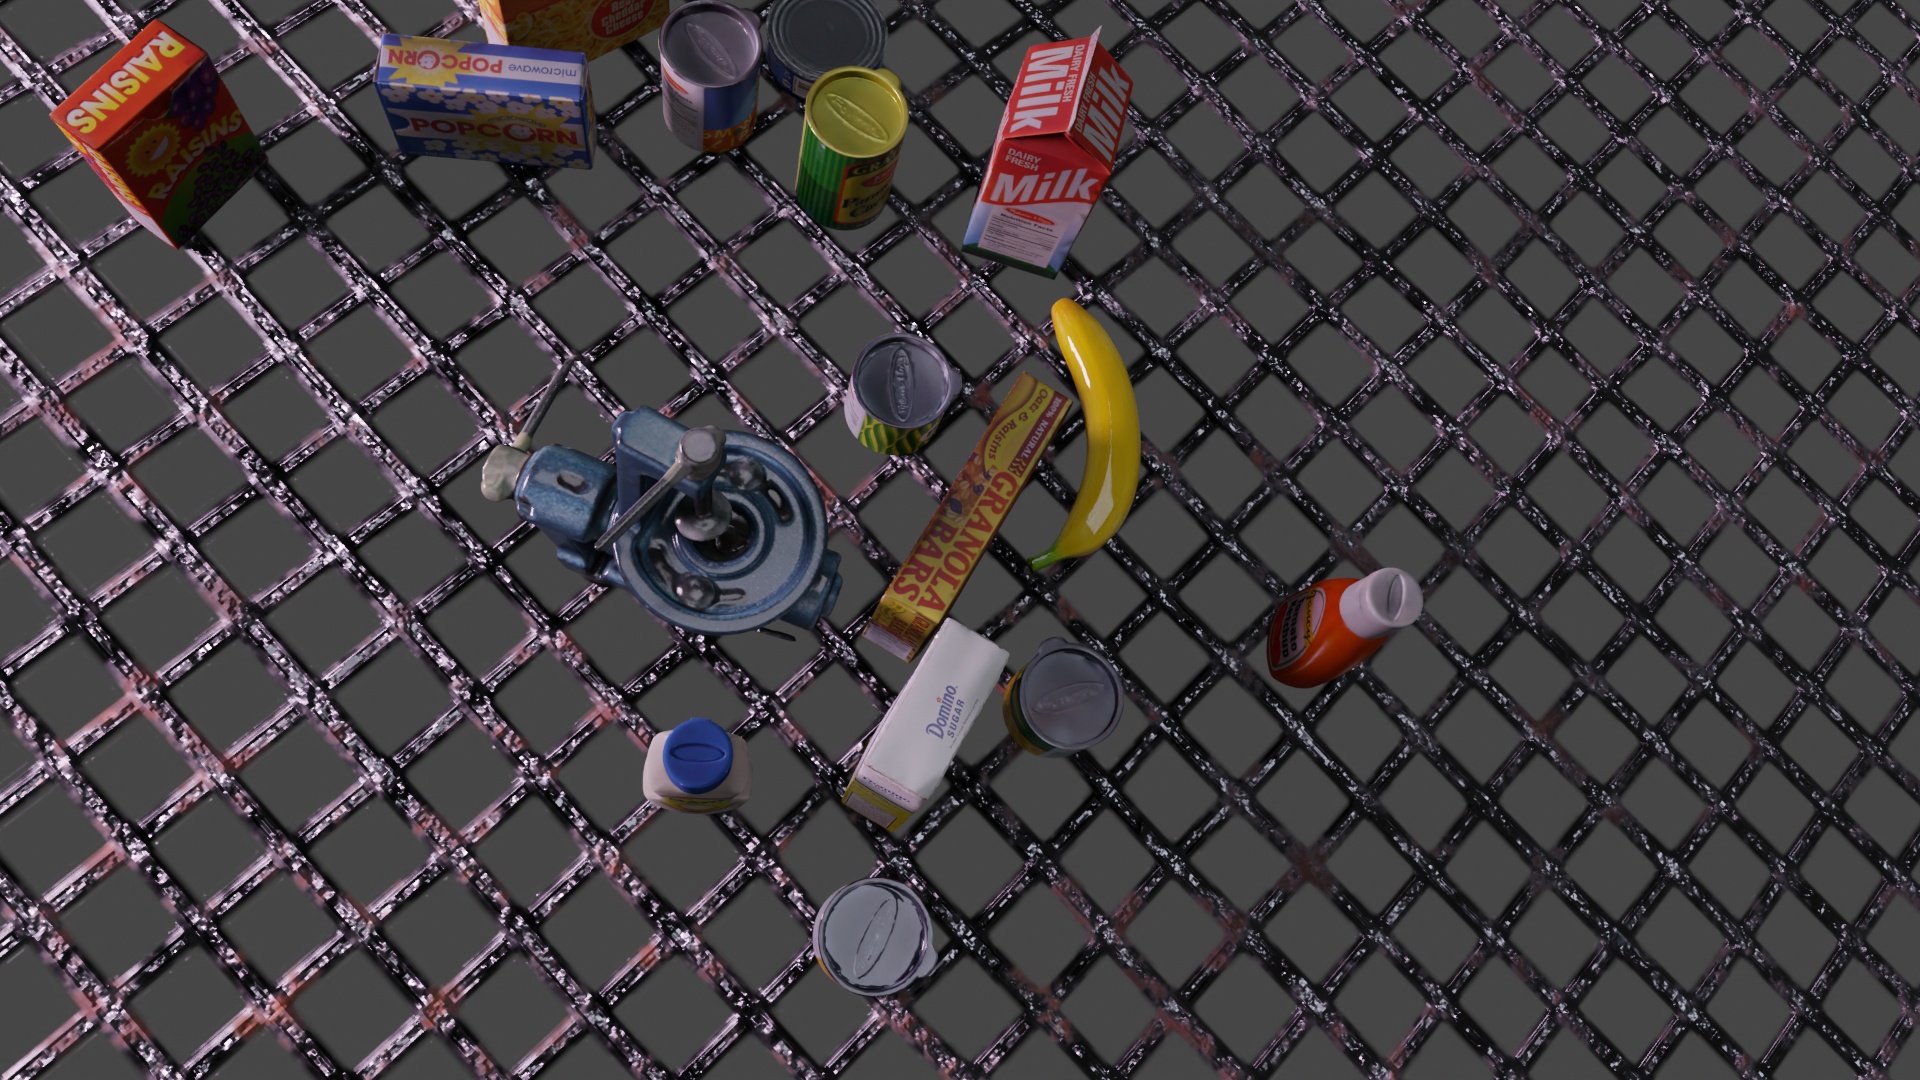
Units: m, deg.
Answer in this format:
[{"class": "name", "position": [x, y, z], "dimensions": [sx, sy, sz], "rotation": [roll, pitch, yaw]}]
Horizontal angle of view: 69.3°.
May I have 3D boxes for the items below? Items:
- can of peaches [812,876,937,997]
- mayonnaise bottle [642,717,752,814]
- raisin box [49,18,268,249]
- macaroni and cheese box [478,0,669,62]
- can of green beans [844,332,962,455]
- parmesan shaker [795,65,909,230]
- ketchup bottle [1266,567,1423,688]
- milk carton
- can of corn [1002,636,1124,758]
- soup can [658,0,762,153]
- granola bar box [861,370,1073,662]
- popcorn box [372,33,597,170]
[{"class": "can of peaches", "position": [-0.051, 0.234, 0.819], "dimensions": [0.071, 0.058, 0.071], "rotation": [3, 74, -10]}, {"class": "mayonnaise bottle", "position": [-0.148, 0.129, 0.783], "dimensions": [0.065, 0.147, 0.041], "rotation": [4, 74, -9]}, {"class": "raisin box", "position": [-0.480, -0.242, 0.841], "dimensions": [0.040, 0.123, 0.086], "rotation": [36, 72, 1]}, {"class": "macaroni and cheese box", "position": [-0.251, -0.374, 0.898], "dimensions": [0.124, 0.166, 0.040], "rotation": [-34, 83, -17]}, {"class": "can of green beans", "position": [-0.041, -0.095, 0.914], "dimensions": [0.071, 0.057, 0.071], "rotation": [3, 74, -10]}, {"class": "parmesan shaker", "position": [-0.072, -0.262, 0.933], "dimensions": [0.071, 0.102, 0.071], "rotation": [3, 74, -10]}, {"class": "ketchup bottle", "position": [0.241, 0.052, 0.877], "dimensions": [0.043, 0.148, 0.065], "rotation": [15, 73, -6]}, {"class": "milk carton", "position": [0.058, -0.251, 0.908], "dimensions": [0.073, 0.190, 0.072], "rotation": [17, 73, -6]}, {"class": "can of corn", "position": [0.063, 0.100, 0.878], "dimensions": [0.071, 0.058, 0.071], "rotation": [3, 74, -10]}, {"class": "soup can", "position": [-0.167, -0.313, 0.940], "dimensions": [0.071, 0.083, 0.071], "rotation": [3, 74, -10]}, {"class": "granola bar box", "position": [0.003, -0.011, 0.864], "dimensions": [0.039, 0.124, 0.166], "rotation": [31, 71, -1]}, {"class": "popcorn box", "position": [-0.305, -0.284, 0.905], "dimensions": [0.127, 0.085, 0.038], "rotation": [2, 74, -10]}]
